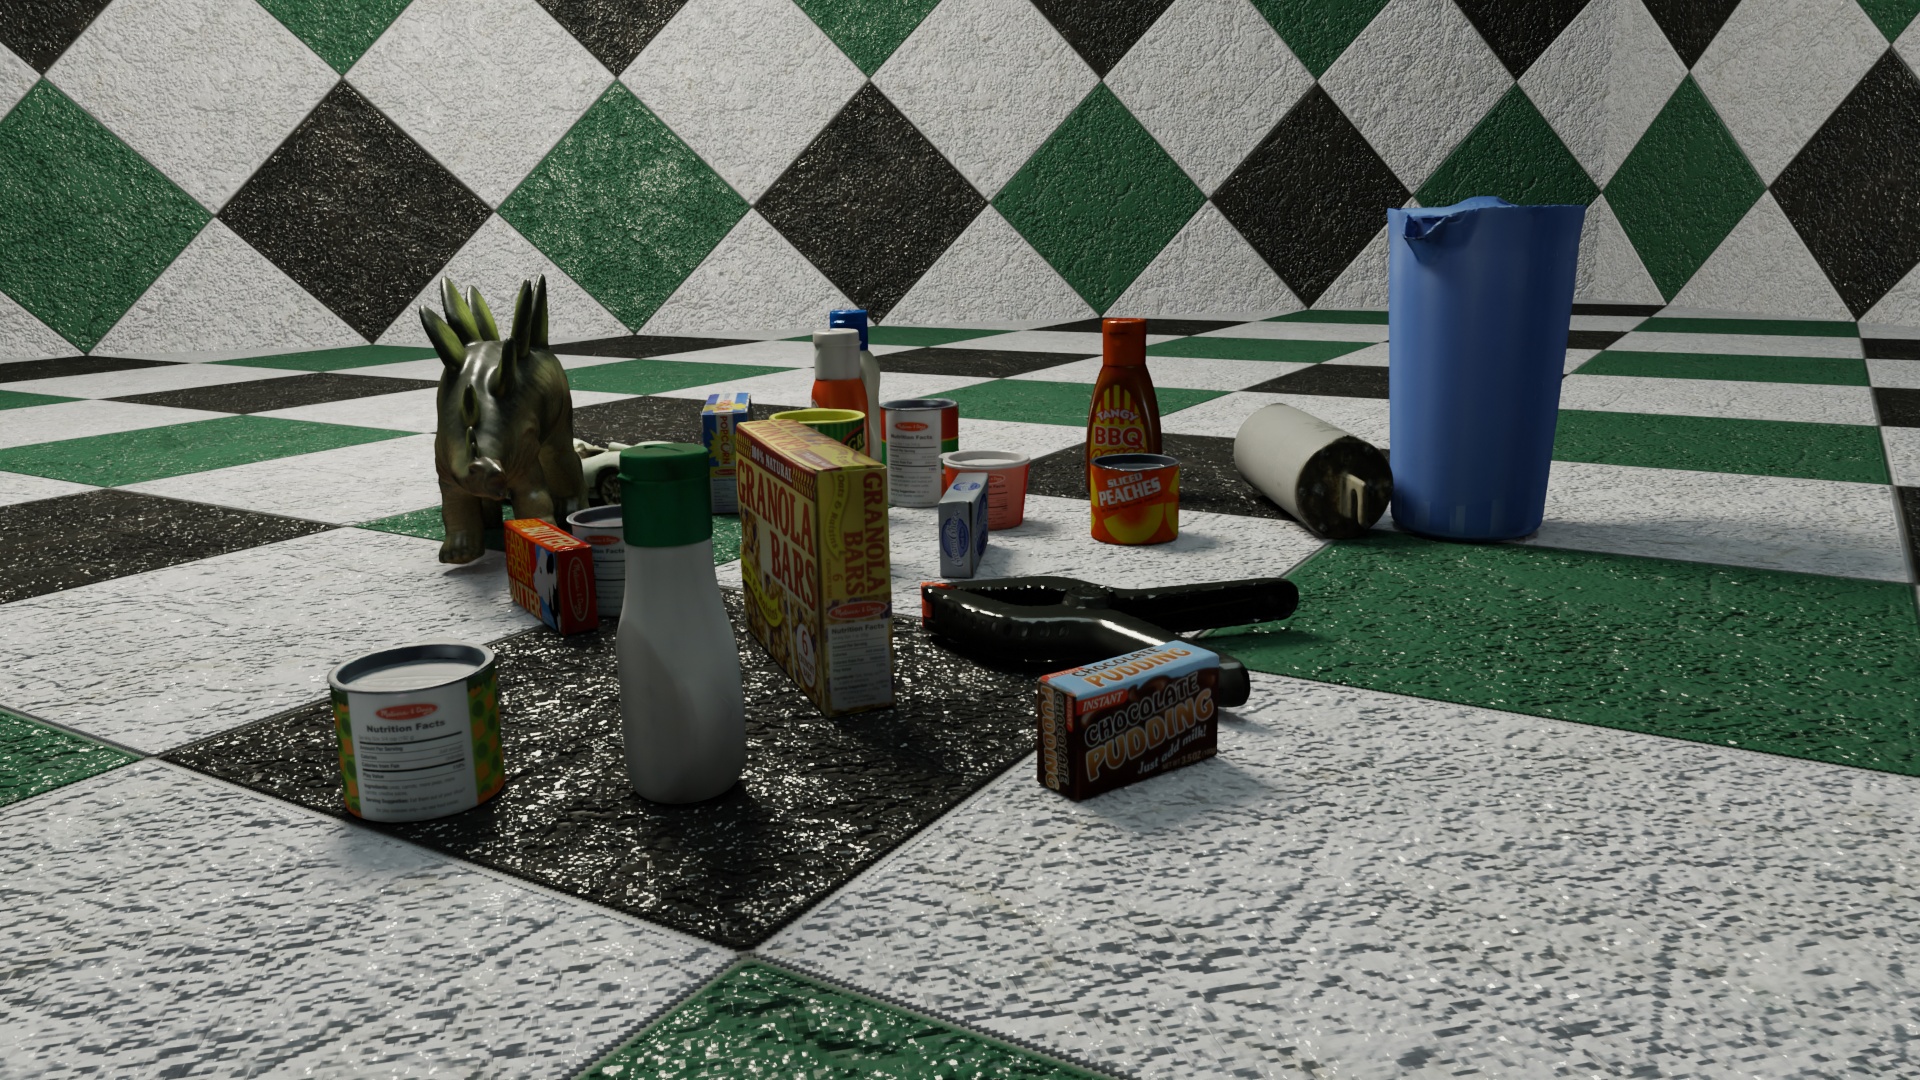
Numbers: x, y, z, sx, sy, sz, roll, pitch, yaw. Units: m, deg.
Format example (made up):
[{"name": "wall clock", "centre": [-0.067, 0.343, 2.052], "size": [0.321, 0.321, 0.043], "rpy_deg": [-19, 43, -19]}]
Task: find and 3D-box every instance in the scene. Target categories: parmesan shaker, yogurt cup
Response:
[{"name": "parmesan shaker", "centre": [-0.098, -0.037, 0.974], "size": [0.071, 0.102, 0.071], "rpy_deg": [-1, 13, 0]}, {"name": "yogurt cup", "centre": [0.021, -0.039, 1.079], "size": [0.072, 0.053, 0.072], "rpy_deg": [-1, 13, 0]}]

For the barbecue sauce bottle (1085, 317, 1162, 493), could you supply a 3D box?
[{"name": "barbecue sauce bottle", "centre": [0.138, -0.112, 1.171], "size": [0.065, 0.148, 0.044], "rpy_deg": [4, 14, 23]}]

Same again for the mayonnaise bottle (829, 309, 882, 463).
[{"name": "mayonnaise bottle", "centre": [-0.104, -0.146, 1.332], "size": [0.065, 0.147, 0.041], "rpy_deg": [5, 14, 24]}]

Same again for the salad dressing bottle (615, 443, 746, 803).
[{"name": "salad dressing bottle", "centre": [-0.120, 0.034, 0.583], "size": [0.044, 0.147, 0.064], "rpy_deg": [-13, 17, -41]}]

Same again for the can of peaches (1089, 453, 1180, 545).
[{"name": "can of peaches", "centre": [0.128, -0.031, 1.026], "size": [0.071, 0.058, 0.071], "rpy_deg": [-1, 13, 0]}]

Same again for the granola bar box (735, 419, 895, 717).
[{"name": "granola bar box", "centre": [-0.081, 0.008, 0.740], "size": [0.039, 0.124, 0.166], "rpy_deg": [-6, 14, -21]}]

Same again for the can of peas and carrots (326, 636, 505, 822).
[{"name": "can of peas and carrots", "centre": [-0.230, 0.079, 0.593], "size": [0.071, 0.058, 0.071], "rpy_deg": [-1, 13, 0]}]

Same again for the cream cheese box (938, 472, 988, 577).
[{"name": "cream cheese box", "centre": [0.003, -0.012, 0.968], "size": [0.024, 0.053, 0.104], "rpy_deg": [1, 13, 7]}]

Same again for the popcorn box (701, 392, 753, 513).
[{"name": "popcorn box", "centre": [-0.196, -0.076, 1.183], "size": [0.038, 0.085, 0.127], "rpy_deg": [-3, 13, -6]}]

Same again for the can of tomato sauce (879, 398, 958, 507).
[{"name": "can of tomato sauce", "centre": [-0.033, -0.075, 1.168], "size": [0.071, 0.083, 0.071], "rpy_deg": [-1, 13, 0]}]

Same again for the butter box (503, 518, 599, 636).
[{"name": "butter box", "centre": [-0.253, 0.020, 0.853], "size": [0.024, 0.053, 0.103], "rpy_deg": [-10, 16, -33]}]

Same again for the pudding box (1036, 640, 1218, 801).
[{"name": "pudding box", "centre": [0.073, 0.076, 0.602], "size": [0.084, 0.049, 0.030], "rpy_deg": [-10, 16, -34]}]

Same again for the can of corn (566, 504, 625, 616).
[{"name": "can of corn", "centre": [-0.210, 0.011, 0.877], "size": [0.071, 0.058, 0.071], "rpy_deg": [-1, 13, 0]}]

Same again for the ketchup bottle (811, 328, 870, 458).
[{"name": "ketchup bottle", "centre": [-0.096, -0.094, 1.112], "size": [0.043, 0.148, 0.065], "rpy_deg": [-7, 14, -23]}]
